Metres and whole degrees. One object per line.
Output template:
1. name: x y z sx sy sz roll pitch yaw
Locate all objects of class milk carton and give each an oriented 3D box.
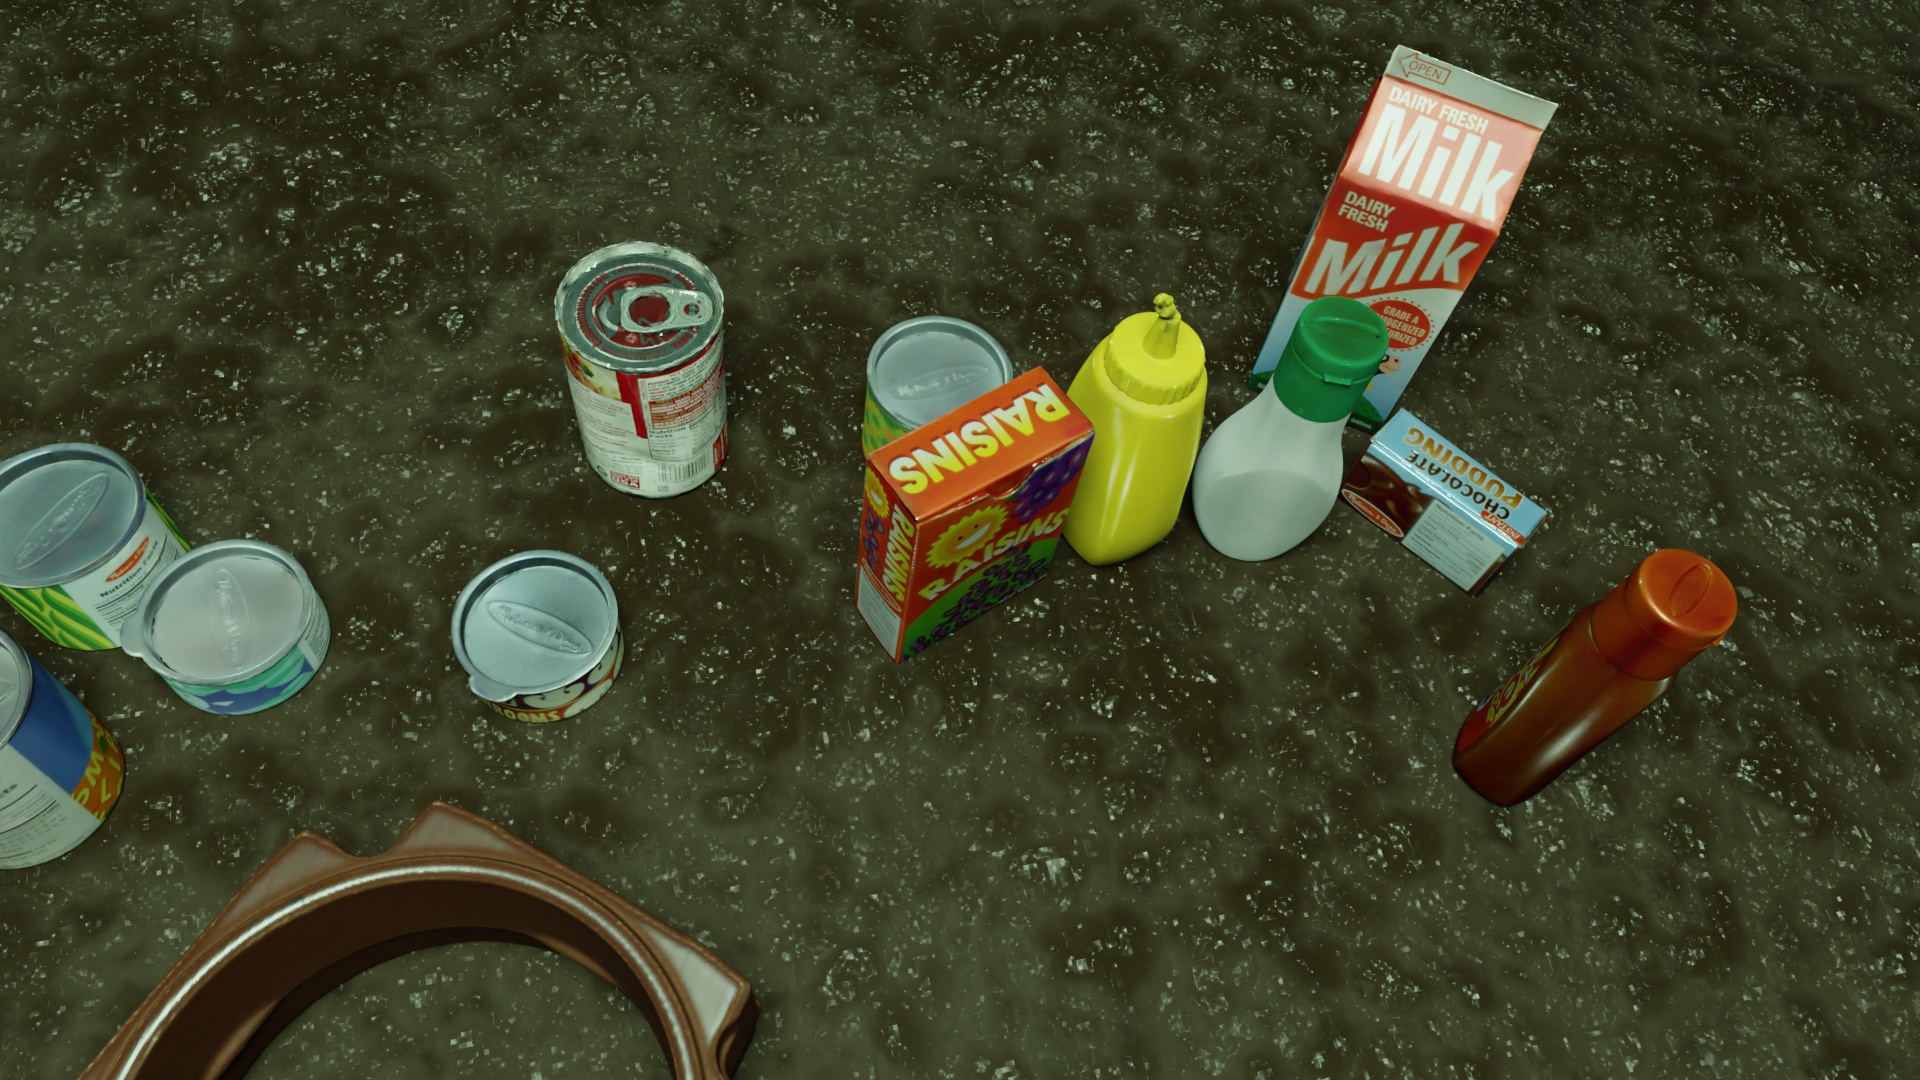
1. milk carton: 0.200 -0.140 0.643 0.072 0.189 0.074 23 59 6

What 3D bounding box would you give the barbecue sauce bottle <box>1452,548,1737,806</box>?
1. barbecue sauce bottle: 0.252 0.055 0.557 0.044 0.147 0.065 40 63 16

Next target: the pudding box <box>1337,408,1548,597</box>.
1. pudding box: 0.225 -0.018 0.655 0.084 0.049 0.030 39 63 16

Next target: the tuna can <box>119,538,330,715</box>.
1. tuna can: -0.297 0.036 0.565 0.071 0.032 0.071 3 59 -5

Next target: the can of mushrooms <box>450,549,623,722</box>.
1. can of mushrooms: -0.176 0.042 0.577 0.071 0.033 0.071 3 59 -5

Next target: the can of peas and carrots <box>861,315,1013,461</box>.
1. can of peas and carrots: -0.011 -0.059 0.644 0.071 0.058 0.071 3 59 -5

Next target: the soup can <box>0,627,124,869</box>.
1. soup can: -0.356 0.073 0.506 0.071 0.083 0.071 3 59 -5

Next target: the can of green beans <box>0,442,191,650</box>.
1. can of green beans: -0.355 0.003 0.563 0.071 0.057 0.071 3 59 -5

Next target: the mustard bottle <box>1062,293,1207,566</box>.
1. mustard bottle: 0.074 -0.050 0.591 0.049 0.159 0.065 -19 64 -18

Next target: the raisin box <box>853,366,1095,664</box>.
1. raisin box: 0.002 -0.007 0.577 0.086 0.122 0.040 -28 67 -21

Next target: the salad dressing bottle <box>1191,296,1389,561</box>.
1. salad dressing bottle: 0.143 -0.045 0.604 0.064 0.147 0.044 10 59 -1
